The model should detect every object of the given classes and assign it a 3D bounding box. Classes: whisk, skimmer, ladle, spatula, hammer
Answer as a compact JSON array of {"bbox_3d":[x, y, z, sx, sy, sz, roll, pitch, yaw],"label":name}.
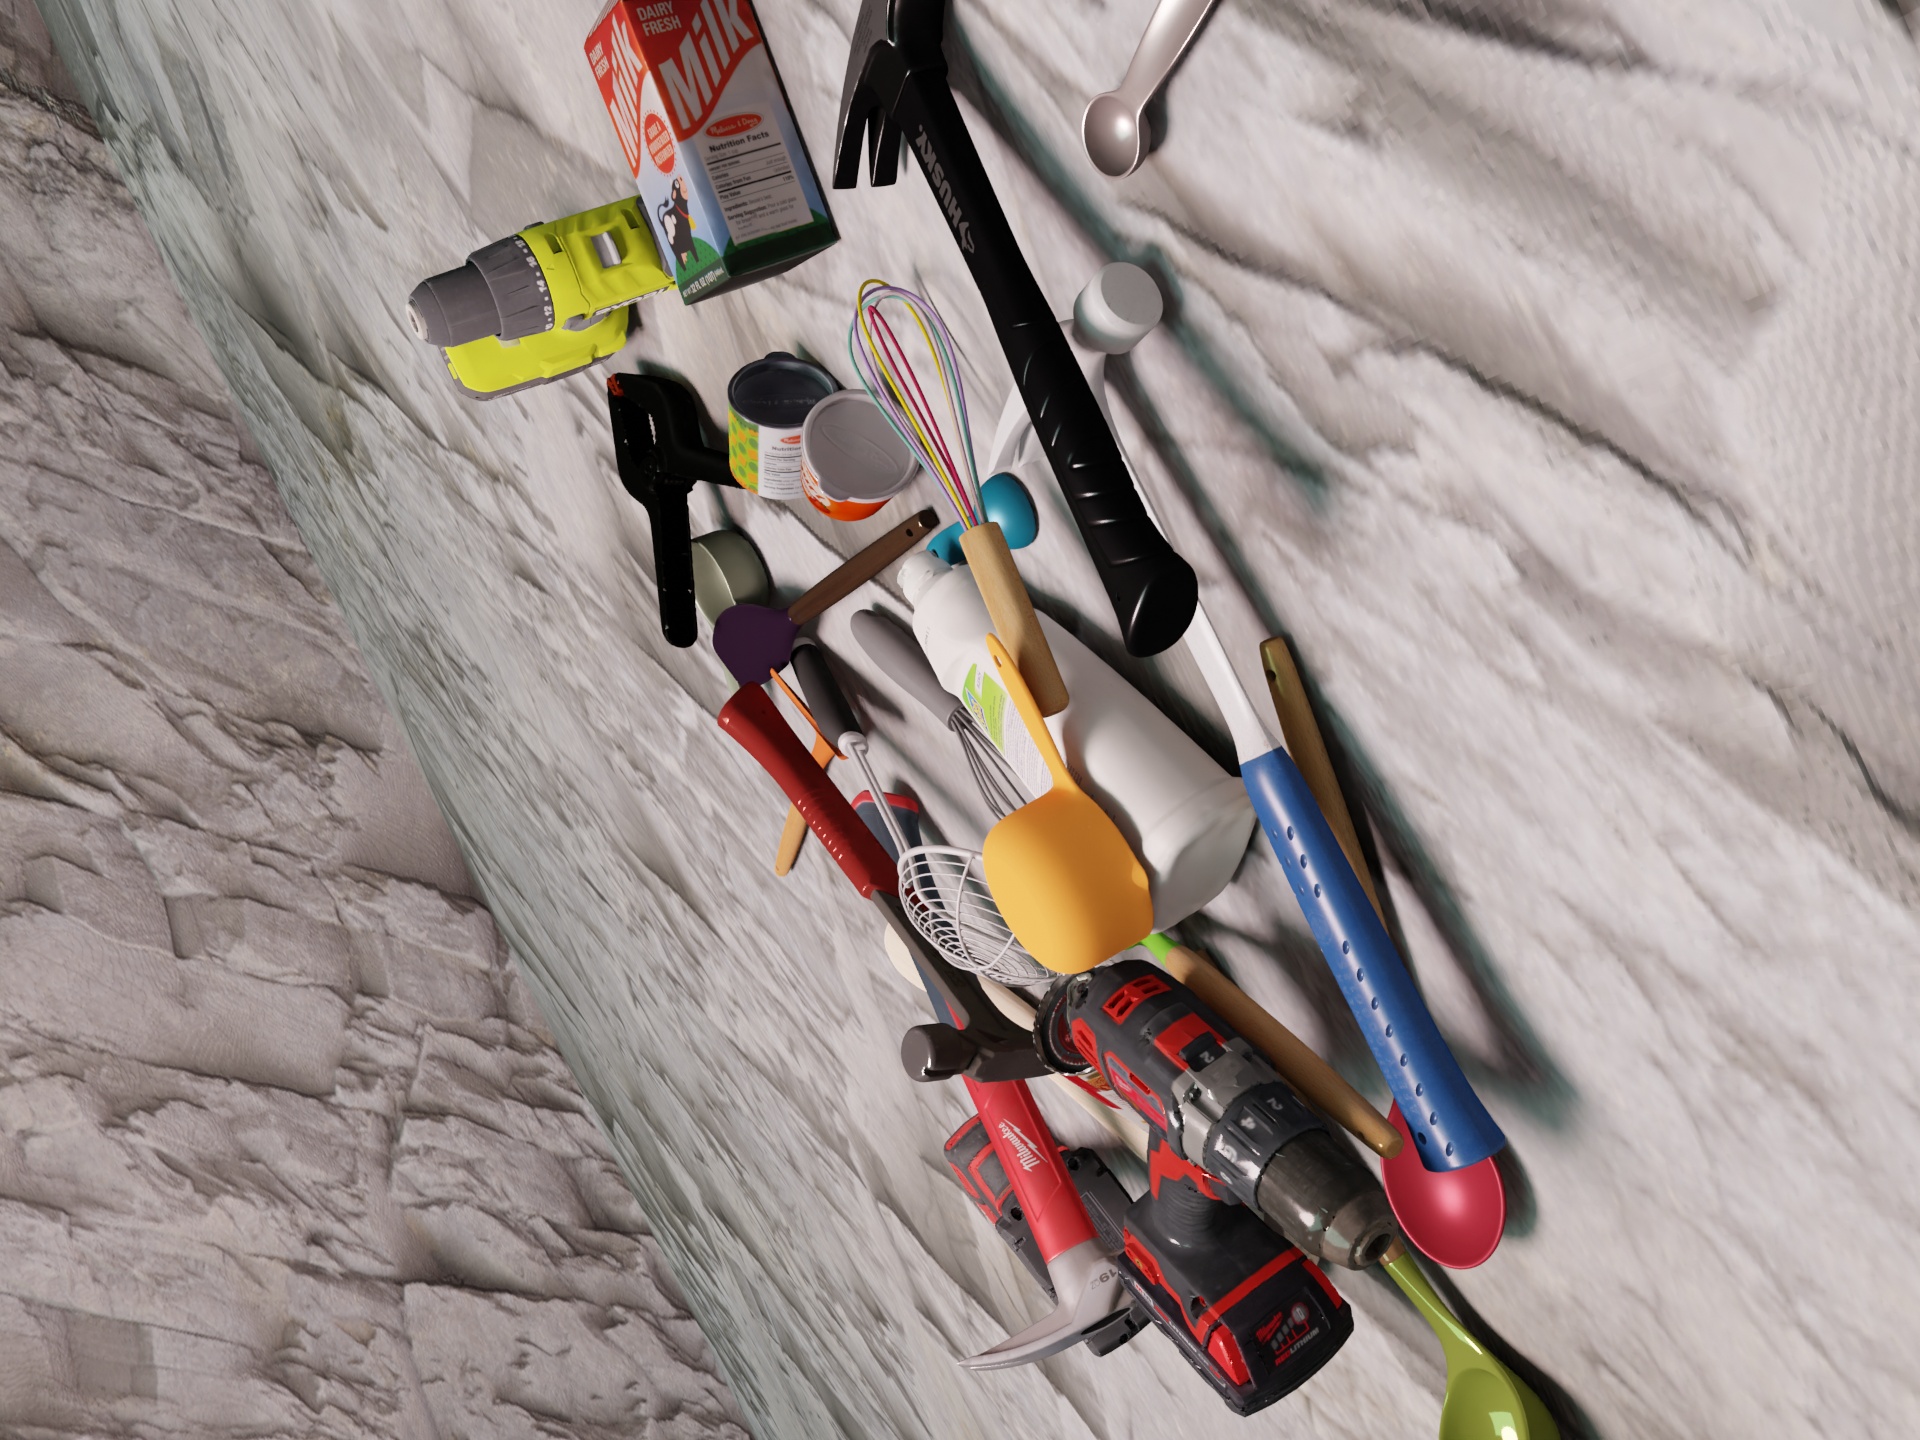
[{"bbox_3d":[-0.003,-0.002,0.961,0.239,0.055,0.055,44,148,39],"label":"whisk"},{"bbox_3d":[-0.025,0.034,1.002,0.127,0.090,0.364,50,-175,-42],"label":"skimmer"},{"bbox_3d":[0.202,0.262,0.829,0.320,0.062,0.078,57,150,16],"label":"ladle"},{"bbox_3d":[-0.128,0.058,1.240,0.081,0.041,0.322,50,152,15],"label":"spatula"},{"bbox_3d":[0.127,0.007,0.711,0.405,0.035,0.144,64,154,6],"label":"hammer"},{"bbox_3d":[0.073,0.221,1.039,0.411,0.038,0.146,31,138,47],"label":"hammer"},{"bbox_3d":[0.021,-0.179,0.693,0.335,0.035,0.146,68,154,18],"label":"hammer"},{"bbox_3d":[-0.098,-0.080,1.050,0.059,0.018,0.316,55,147,-7],"label":"spatula"},{"bbox_3d":[0.192,0.110,0.739,0.069,0.031,0.315,-8,106,51],"label":"ladle"},{"bbox_3d":[-0.004,0.208,1.016,0.387,0.143,0.038,63,-174,33],"label":"hammer"},{"bbox_3d":[-0.002,-0.115,0.802,0.047,0.051,0.245,29,-142,-78],"label":"whisk"},{"bbox_3d":[-0.053,0.092,1.022,0.359,0.149,0.036,48,123,39],"label":"hammer"}]

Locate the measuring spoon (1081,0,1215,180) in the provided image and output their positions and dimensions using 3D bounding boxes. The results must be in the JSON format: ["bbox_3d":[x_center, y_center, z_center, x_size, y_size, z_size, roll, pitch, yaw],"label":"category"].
[{"bbox_3d":[0.082,-0.261,0.614,0.034,0.018,0.124,56,146,14],"label":"measuring spoon"}]

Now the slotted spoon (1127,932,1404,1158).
[{"bbox_3d":[0.125,0.135,0.817,0.314,0.031,0.070,38,148,60],"label":"slotted spoon"}]

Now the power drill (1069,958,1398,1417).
[{"bbox_3d":[0.139,0.241,0.777,0.188,0.080,0.226,38,150,47],"label":"power drill"}]

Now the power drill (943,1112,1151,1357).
[{"bbox_3d":[0.066,0.344,1.085,0.143,0.078,0.219,53,167,-3],"label":"power drill"}]

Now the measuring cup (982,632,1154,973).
[{"bbox_3d":[0.032,0.045,0.777,0.173,0.052,0.095,65,161,-13],"label":"measuring cup"}]

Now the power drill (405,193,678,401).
[{"bbox_3d":[-0.278,-0.275,1.045,0.228,0.190,0.080,1,116,65],"label":"power drill"}]

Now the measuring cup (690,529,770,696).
[{"bbox_3d":[-0.165,-0.068,1.197,0.083,0.038,0.167,35,144,43],"label":"measuring cup"}]

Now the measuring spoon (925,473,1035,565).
[{"bbox_3d":[0.002,-0.102,0.886,0.042,0.021,0.128,64,154,-3],"label":"measuring spoon"}]
